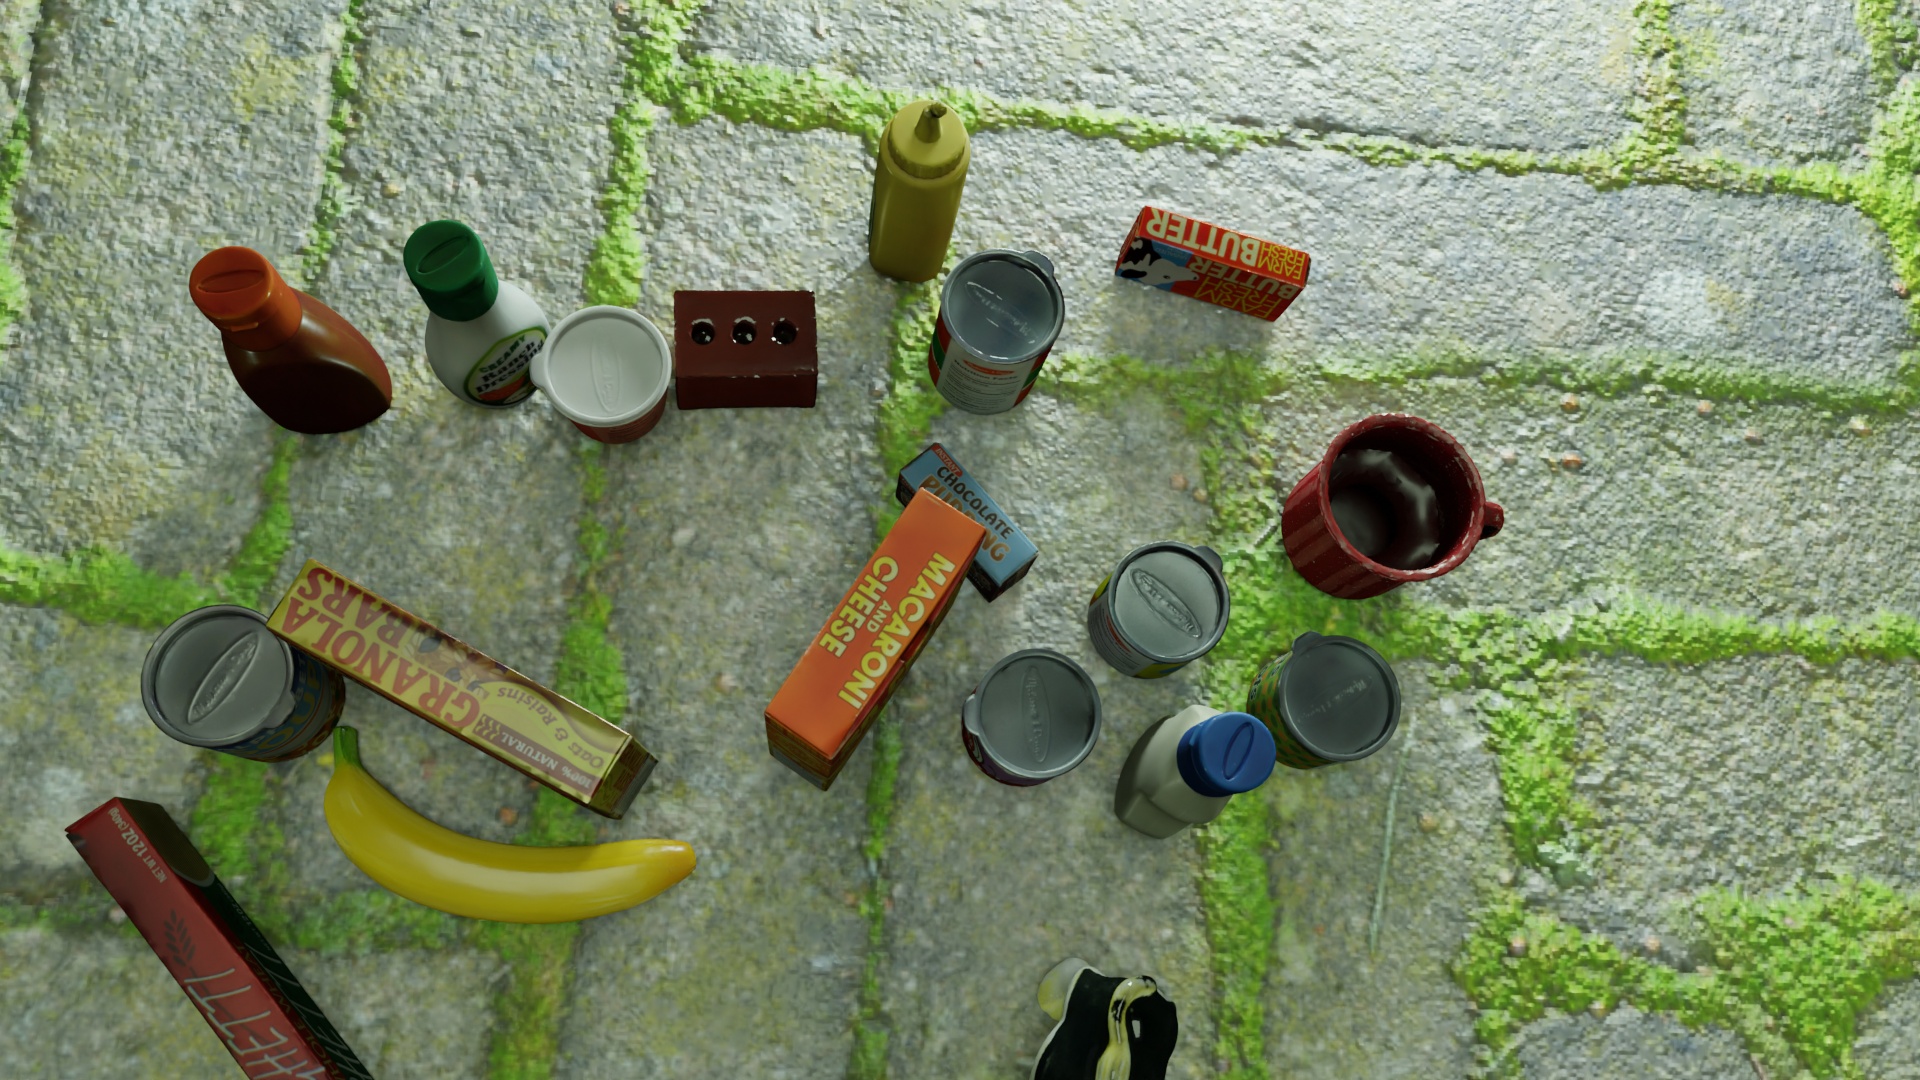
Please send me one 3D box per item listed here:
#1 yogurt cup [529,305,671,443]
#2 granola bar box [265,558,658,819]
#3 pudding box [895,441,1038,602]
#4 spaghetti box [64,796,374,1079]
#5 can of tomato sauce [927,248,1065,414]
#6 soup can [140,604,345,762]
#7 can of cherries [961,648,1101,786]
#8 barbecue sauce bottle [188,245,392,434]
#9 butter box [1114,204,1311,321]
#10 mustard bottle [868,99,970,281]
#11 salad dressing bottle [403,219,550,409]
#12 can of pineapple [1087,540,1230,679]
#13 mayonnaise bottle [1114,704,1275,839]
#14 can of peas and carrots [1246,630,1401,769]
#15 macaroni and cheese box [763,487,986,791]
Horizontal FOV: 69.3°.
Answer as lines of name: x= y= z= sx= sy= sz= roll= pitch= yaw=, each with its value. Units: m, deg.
yogurt cup: x=-0.189 y=-0.086 z=0.752 sx=0.072 sy=0.053 sz=0.072 roll=2 pitch=75 yaw=-7
granola bar box: x=-0.232 y=0.077 z=0.666 sx=0.165 sy=0.124 sz=0.039 roll=29 pitch=74 yaw=1
pudding box: x=0.003 y=-0.009 z=0.757 sx=0.030 sy=0.049 sz=0.084 roll=-40 pitch=83 yaw=-15
spaghetti box: x=-0.326 y=0.225 z=0.653 sx=0.029 sy=0.050 sz=0.250 roll=-40 pitch=83 yaw=-15
can of tomato sauce: x=0.018 y=-0.115 z=0.770 sx=0.071 sy=0.083 sz=0.071 roll=2 pitch=75 yaw=-7
soup can: x=-0.343 y=0.073 z=0.674 sx=0.071 sy=0.083 sz=0.071 roll=2 pitch=75 yaw=-7
can of cherries: x=0.033 y=0.094 z=0.729 sx=0.071 sy=0.058 sz=0.071 roll=2 pitch=75 yaw=-7
barbecue sauce bottle: x=-0.333 y=-0.096 z=0.688 sx=0.065 sy=0.148 sz=0.044 roll=-12 pitch=77 yaw=-10
butter box: x=0.147 y=-0.162 z=0.814 sx=0.103 sy=0.053 sz=0.024 roll=16 pitch=74 yaw=-3
mustard bottle: x=-0.022 y=-0.195 z=0.747 sx=0.049 sy=0.159 sz=0.065 roll=9 pitch=75 yaw=-4
salad dressing bottle: x=-0.245 y=-0.112 z=0.703 sx=0.064 sy=0.147 sz=0.044 roll=-40 pitch=83 yaw=-15
can of pineapple: x=0.108 y=0.038 z=0.753 sx=0.071 sy=0.057 sz=0.071 roll=2 pitch=75 yaw=-7
mayonnaise bottle: x=0.115 y=0.112 z=0.687 sx=0.041 sy=0.147 sz=0.065 roll=27 pitch=74 yaw=0
can of peas and carrots: x=0.193 y=0.087 z=0.750 sx=0.071 sy=0.058 sz=0.071 roll=2 pitch=75 yaw=-7
macaroni and cheese box: x=-0.043 y=0.054 z=0.674 sx=0.040 sy=0.166 sz=0.124 roll=34 pitch=74 yaw=2
